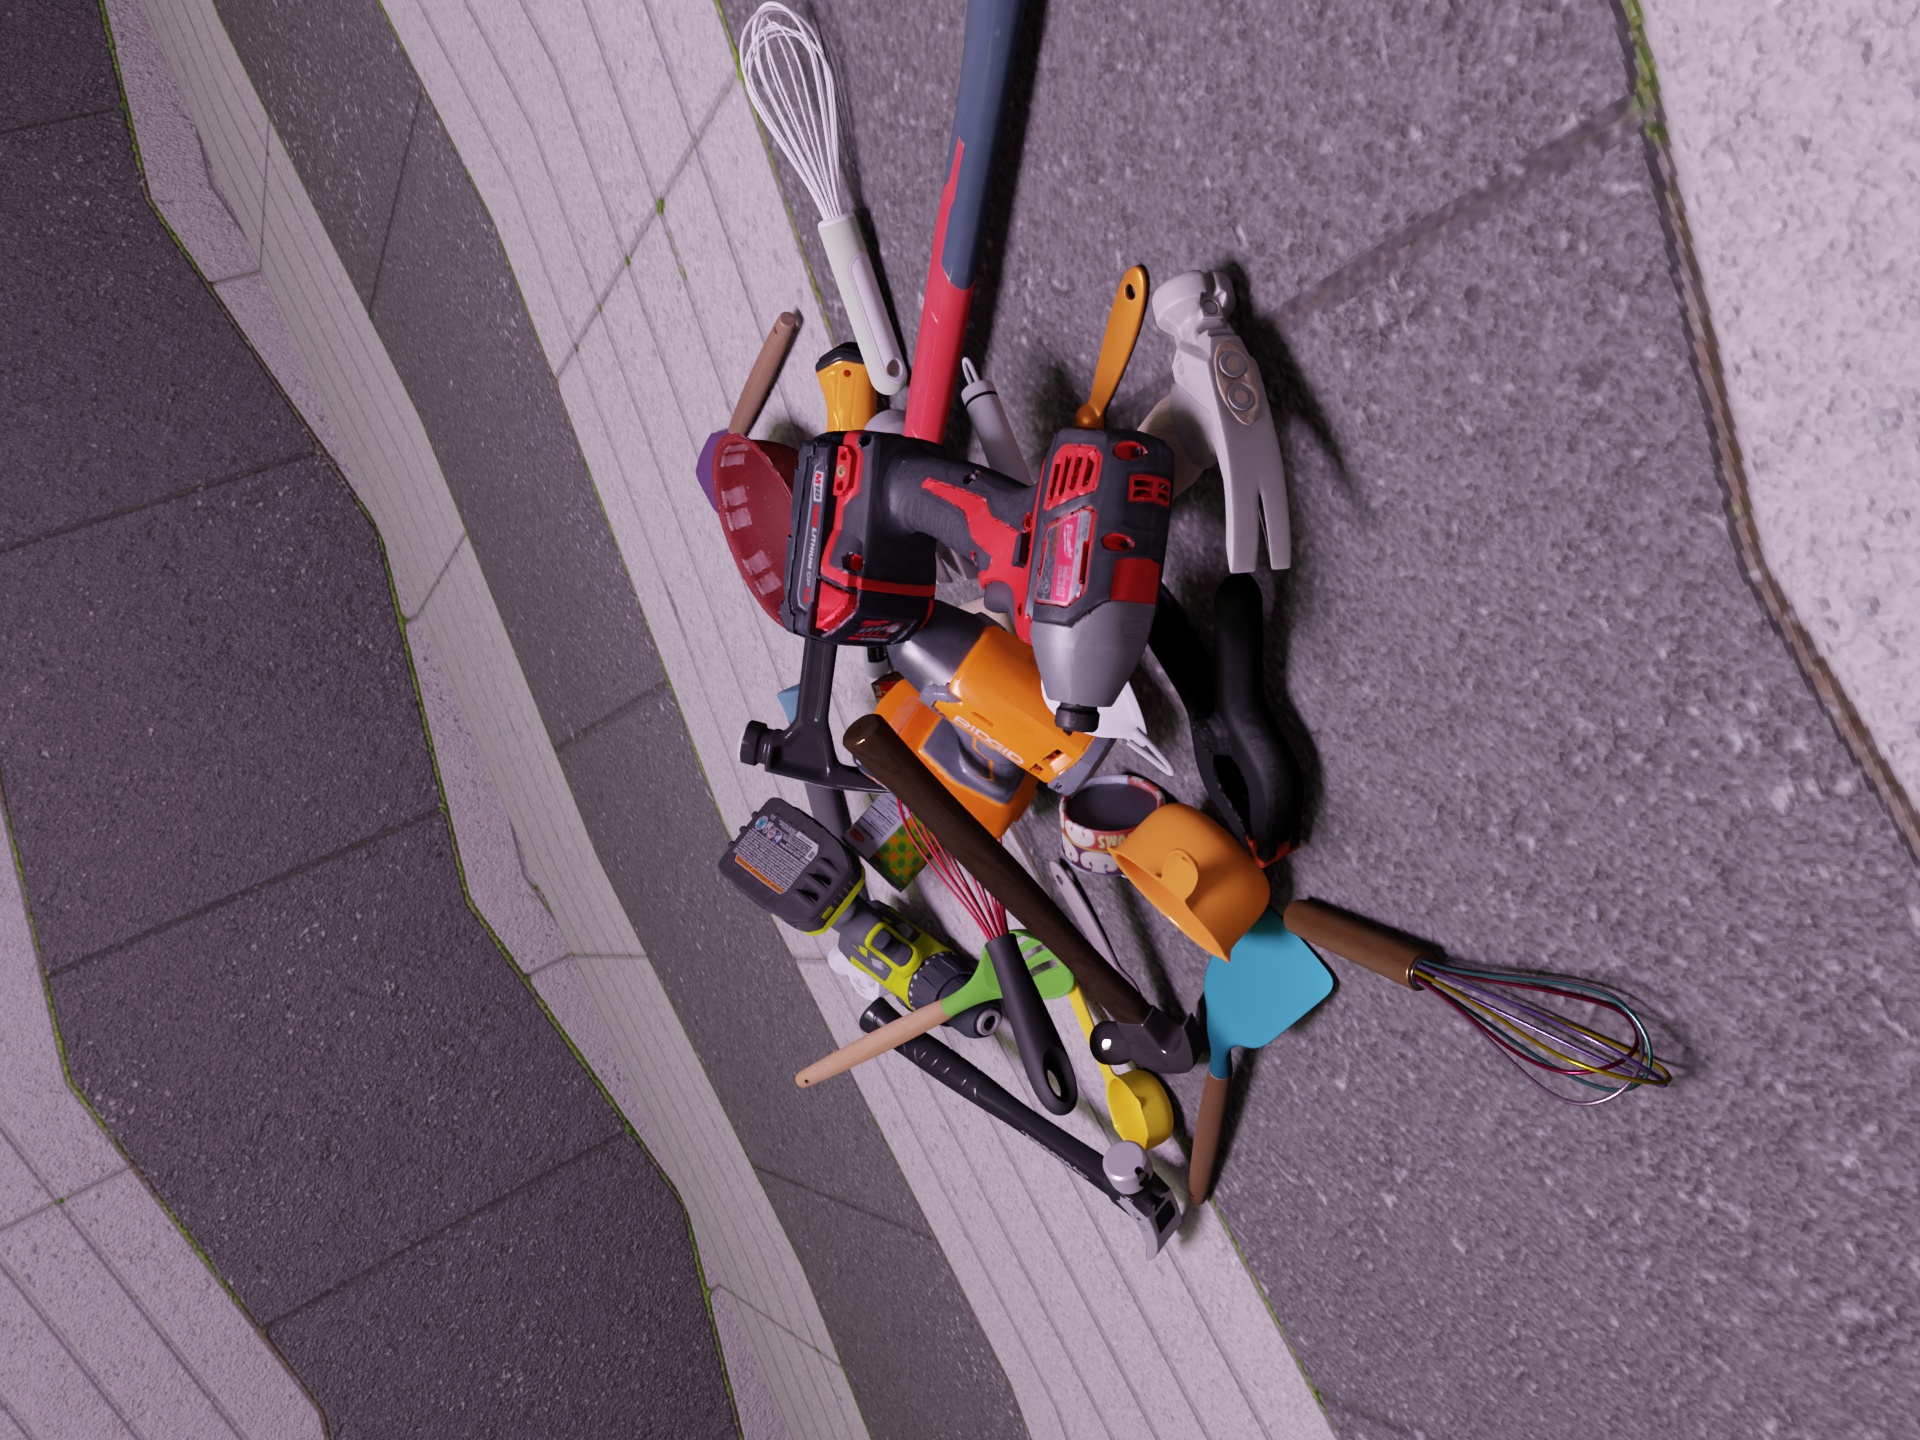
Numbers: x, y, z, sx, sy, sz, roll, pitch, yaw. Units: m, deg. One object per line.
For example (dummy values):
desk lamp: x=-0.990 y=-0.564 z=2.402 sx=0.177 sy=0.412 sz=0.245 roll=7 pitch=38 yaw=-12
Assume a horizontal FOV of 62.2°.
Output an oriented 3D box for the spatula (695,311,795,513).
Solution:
spatula: x=-0.173 y=-0.241 z=1.275 sx=0.060 sy=0.018 sz=0.316 roll=61 pitch=155 yaw=6

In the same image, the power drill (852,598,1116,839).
power drill: x=-0.002 y=-0.003 z=1.006 sx=0.164 sy=0.084 sz=0.226 roll=34 pitch=161 yaw=-2

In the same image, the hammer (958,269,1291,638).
hammer: x=0.066 y=-0.086 z=0.908 sx=0.410 sy=0.038 sz=0.146 roll=138 pitch=124 yaw=-66

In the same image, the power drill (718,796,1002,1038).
power drill: x=-0.075 y=0.171 z=1.301 sx=0.191 sy=0.080 sz=0.228 roll=27 pitch=166 yaw=50

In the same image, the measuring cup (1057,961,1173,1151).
measuring cup: x=0.112 y=0.238 z=1.161 sx=0.062 sy=0.029 sz=0.157 roll=111 pitch=141 yaw=-57

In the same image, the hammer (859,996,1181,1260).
hammer: x=0.036 y=0.305 z=1.245 sx=0.335 sy=0.035 sz=0.146 roll=25 pitch=152 yaw=42

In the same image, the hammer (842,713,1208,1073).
hammer: x=0.045 y=0.117 z=1.021 sx=0.331 sy=0.031 sz=0.130 roll=47 pitch=150 yaw=-20

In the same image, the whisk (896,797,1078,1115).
whisk: x=0.022 y=0.138 z=1.130 sx=0.073 sy=0.073 sz=0.296 roll=118 pitch=135 yaw=-59

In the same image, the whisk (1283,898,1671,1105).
whisk: x=0.243 y=0.131 z=0.791 sx=0.245 sy=0.047 sz=0.051 roll=22 pitch=132 yaw=59

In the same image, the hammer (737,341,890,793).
hammer: x=-0.085 y=-0.101 z=1.136 sx=0.127 sy=0.034 sz=0.336 roll=13 pitch=119 yaw=8

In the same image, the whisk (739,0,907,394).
whisk: x=-0.080 y=-0.323 z=1.000 sx=0.059 sy=0.058 sz=0.246 roll=9 pitch=126 yaw=50

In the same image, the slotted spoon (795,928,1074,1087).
slotted spoon: x=-0.028 y=0.231 z=1.243 sx=0.313 sy=0.031 sz=0.070 roll=-33 pitch=106 yaw=36

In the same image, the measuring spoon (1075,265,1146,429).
measuring spoon: x=0.079 y=-0.194 z=0.849 sx=0.021 sy=0.011 sz=0.116 roll=53 pitch=152 yaw=23

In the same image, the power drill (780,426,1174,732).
power drill: x=0.008 y=-0.078 z=0.805 sx=0.220 sy=0.078 sz=0.143 roll=13 pitch=98 yaw=45

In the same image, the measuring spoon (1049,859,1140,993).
measuring spoon: x=0.090 y=0.156 z=1.124 sx=0.124 sy=0.018 sz=0.034 roll=61 pitch=154 yaw=2

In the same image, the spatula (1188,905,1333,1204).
spatula: x=0.176 y=0.235 z=1.033 sx=0.082 sy=0.044 sz=0.317 roll=48 pitch=154 yaw=34

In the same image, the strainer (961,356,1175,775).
strainer: x=0.044 y=-0.082 z=0.848 sx=0.086 sy=0.050 sz=0.259 roll=90 pitch=160 yaw=-74

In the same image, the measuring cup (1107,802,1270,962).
measuring cup: x=0.134 y=0.077 z=0.878 sx=0.095 sy=0.052 sz=0.173 roll=43 pitch=170 yaw=14

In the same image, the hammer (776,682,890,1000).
hammer: x=-0.115 y=0.115 z=1.460 sx=0.128 sy=0.033 sz=0.330 roll=26 pitch=134 yaw=54

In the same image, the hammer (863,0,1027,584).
hammer: x=0.003 y=-0.251 z=0.887 sx=0.386 sy=0.038 sz=0.143 roll=103 pitch=149 yaw=-50
